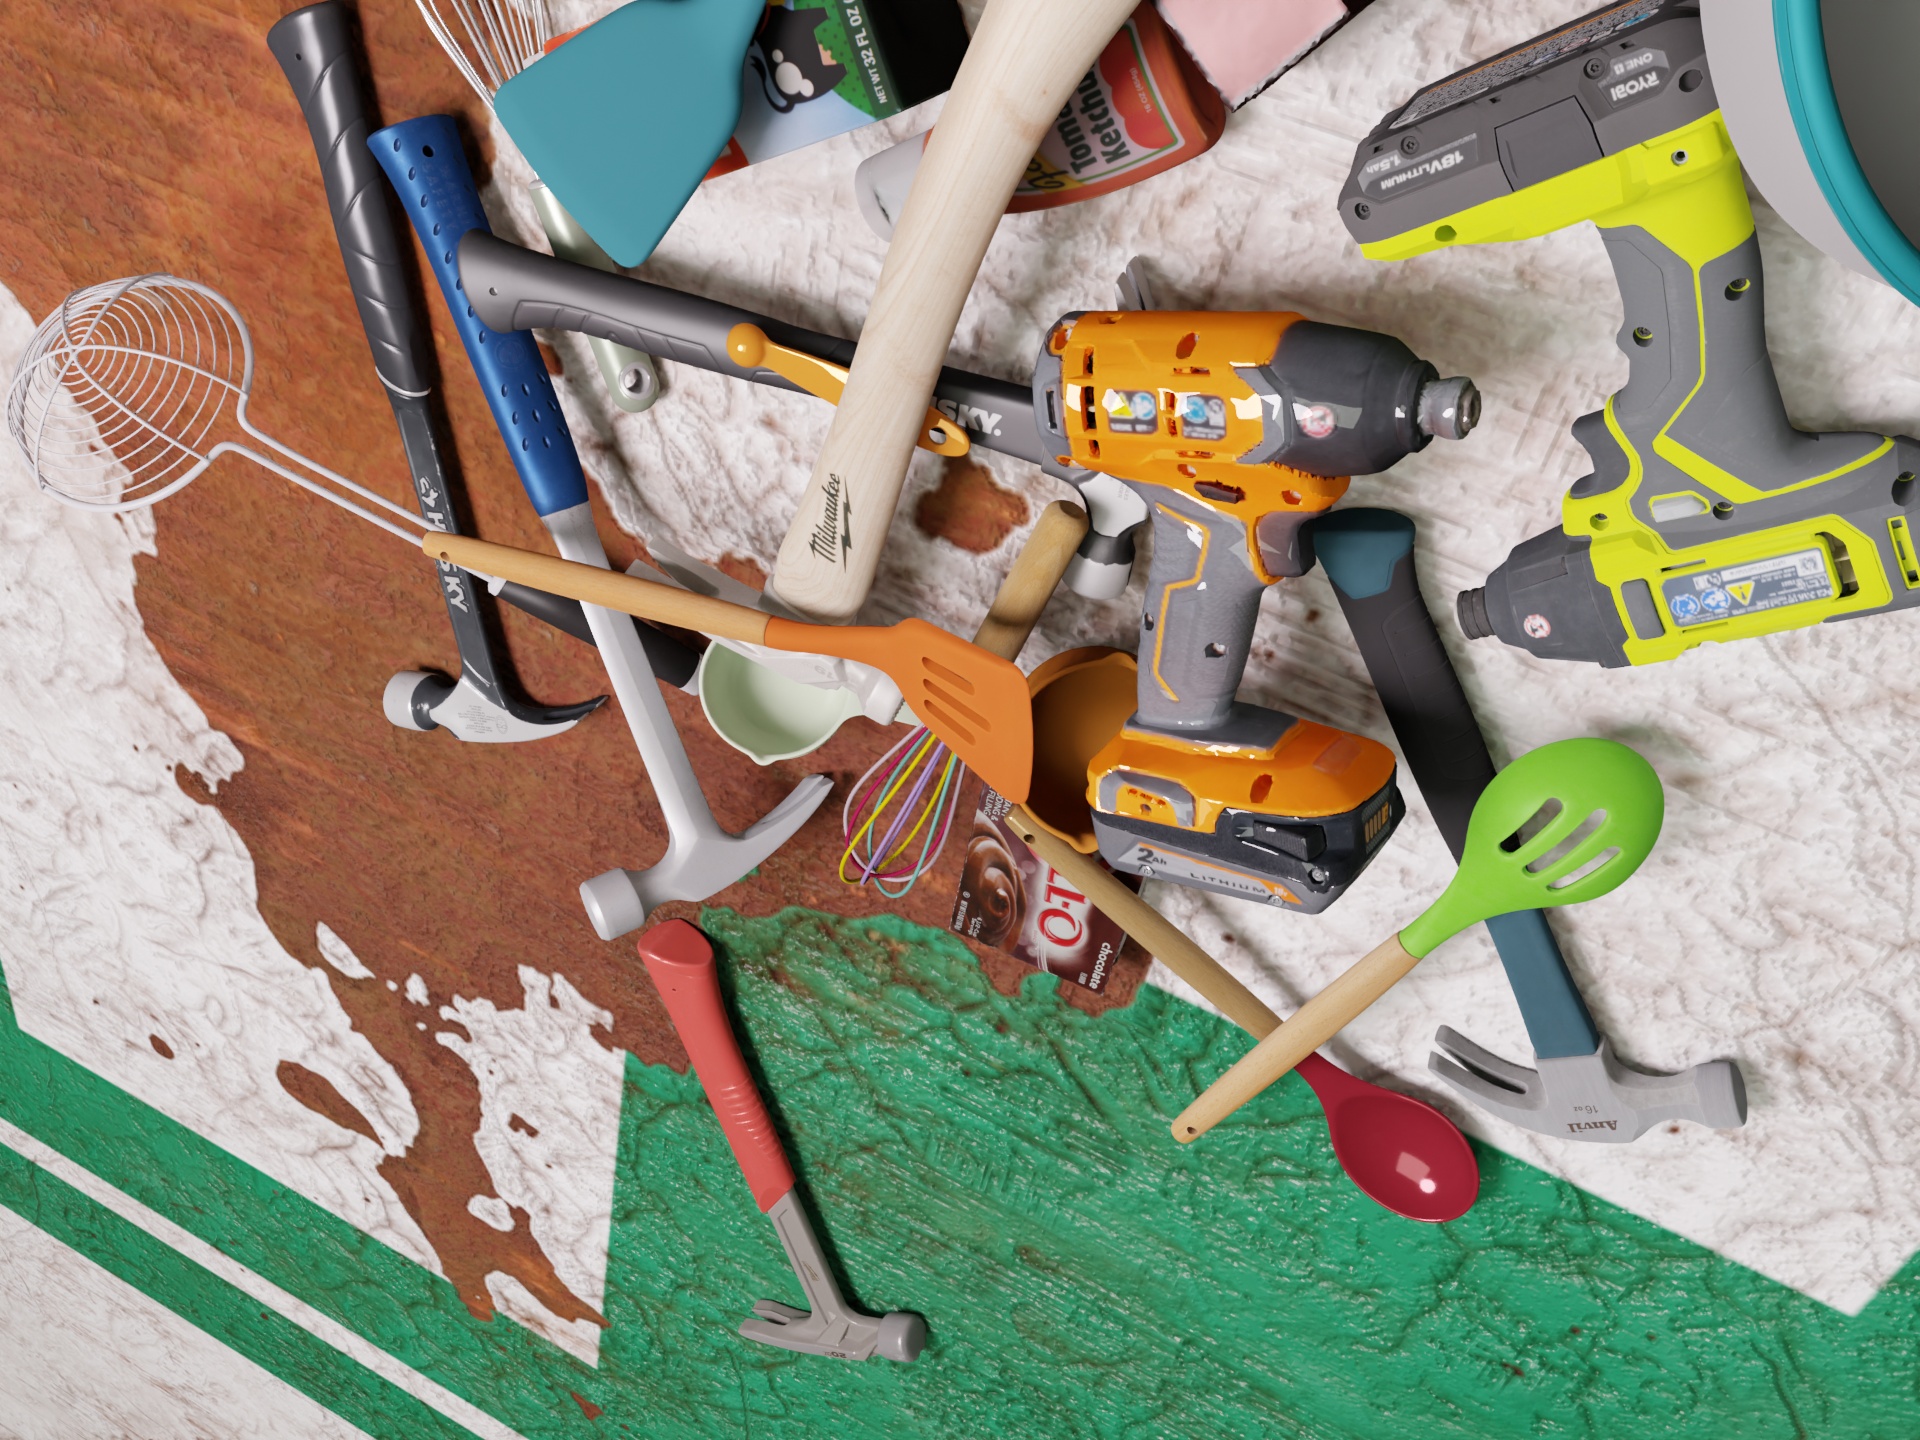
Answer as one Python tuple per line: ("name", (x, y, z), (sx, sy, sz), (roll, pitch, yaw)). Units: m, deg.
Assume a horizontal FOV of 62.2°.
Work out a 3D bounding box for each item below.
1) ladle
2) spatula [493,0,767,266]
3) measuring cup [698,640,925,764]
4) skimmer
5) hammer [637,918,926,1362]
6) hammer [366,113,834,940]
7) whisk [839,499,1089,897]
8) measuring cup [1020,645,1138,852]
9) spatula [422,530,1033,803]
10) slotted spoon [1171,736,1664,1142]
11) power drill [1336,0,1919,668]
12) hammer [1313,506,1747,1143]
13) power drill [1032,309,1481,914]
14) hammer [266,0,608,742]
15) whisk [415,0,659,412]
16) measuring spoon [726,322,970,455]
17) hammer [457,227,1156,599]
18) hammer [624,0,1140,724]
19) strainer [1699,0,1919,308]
("ladle", (0.140, 0.144, 0.790), (0.315, 0.031, 0.069), (41, 125, -12))
("spatula", (-0.044, -0.279, 0.516), (0.317, 0.044, 0.082), (-35, 96, 39))
("measuring cup", (-0.047, -0.010, 0.806), (0.167, 0.038, 0.083), (9, 85, -3))
("skimmer", (-0.298, -0.103, 0.825), (0.363, 0.127, 0.090), (29, 168, -23))
("hammer", (-0.141, 0.288, 1.060), (0.149, 0.037, 0.358), (-4, 118, 31))
("hammer", (-0.190, -0.098, 0.803), (0.035, 0.144, 0.405), (11, 123, 65))
("whisk", (-0.002, -0.002, 0.742), (0.047, 0.051, 0.244), (8, 131, -26))
("measuring cup", (0.105, 0.014, 0.743), (0.173, 0.052, 0.095), (7, 105, -5))
("spatula", (-0.112, -0.041, 0.723), (0.323, 0.041, 0.081), (15, 136, 16))
("slotted spoon", (0.190, 0.117, 0.723), (0.070, 0.031, 0.313), (37, 128, -2))
("power drill", (0.230, -0.124, 0.564), (0.171, 0.080, 0.223), (-13, 116, 38))
("hammer", (0.233, 0.054, 0.704), (0.128, 0.033, 0.330), (-15, 111, 34))
("power drill", (0.117, -0.044, 0.613), (0.164, 0.084, 0.226), (10, 120, 35))
("hammer", (-0.290, -0.163, 0.852), (0.149, 0.036, 0.408), (9, 123, 23))
("whisk", (-0.192, -0.258, 0.735), (0.059, 0.058, 0.246), (31, 144, 55))
("measuring spoon", (-0.049, -0.140, 0.684), (0.117, 0.011, 0.021), (26, 129, 4))
("hammer", (-0.070, -0.165, 0.705), (0.335, 0.035, 0.146), (18, 127, 10))
("hammer", (-0.029, -0.156, 0.626), (0.146, 0.038, 0.410), (28, 138, -1))
("strainer", (0.302, -0.155, 0.459), (0.340, 0.211, 0.095), (69, 169, -20))
